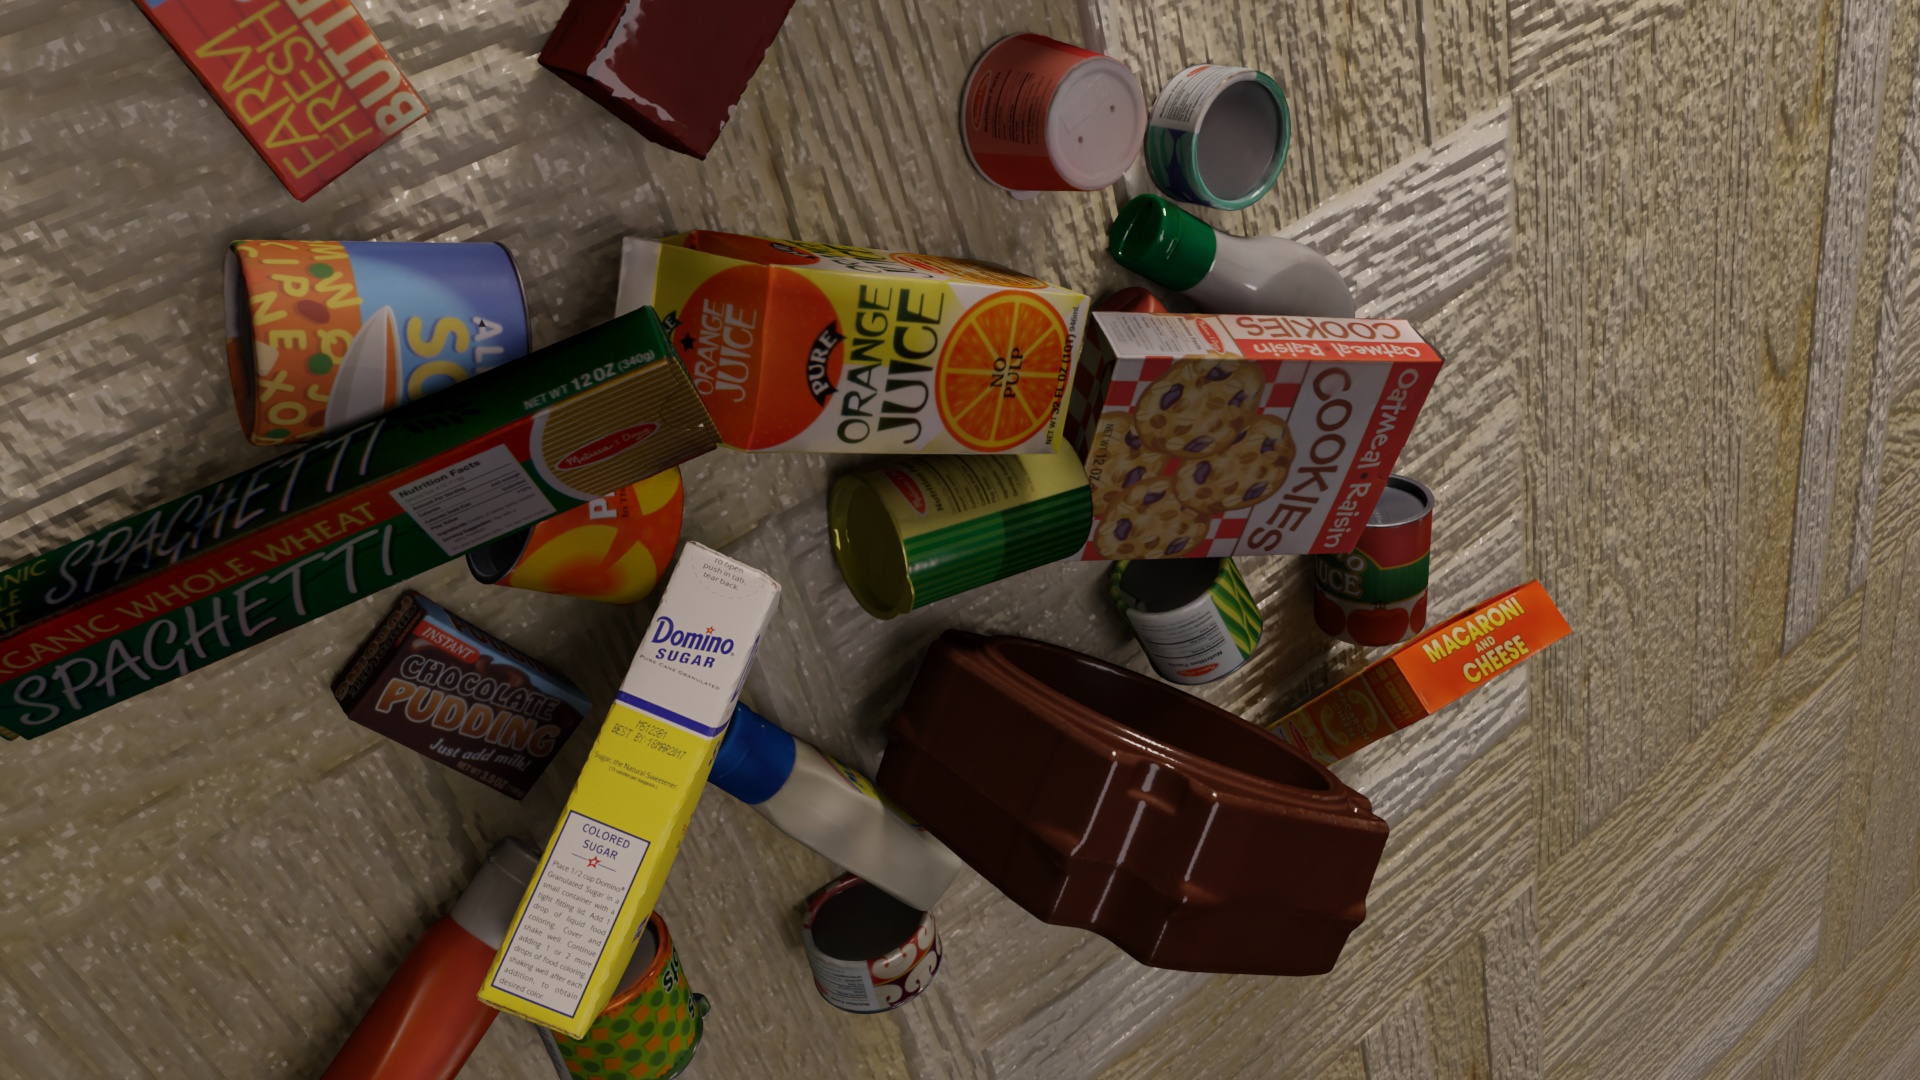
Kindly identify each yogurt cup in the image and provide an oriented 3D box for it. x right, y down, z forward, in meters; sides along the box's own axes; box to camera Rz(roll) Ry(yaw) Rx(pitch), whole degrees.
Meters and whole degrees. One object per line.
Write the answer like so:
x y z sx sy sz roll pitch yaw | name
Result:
0.042 -0.180 0.594 0.072 0.054 0.072 -15 117 -31 | yogurt cup

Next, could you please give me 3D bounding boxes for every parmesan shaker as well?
0.002 -0.008 0.629 0.103 0.071 0.071 -17 119 -30 | parmesan shaker

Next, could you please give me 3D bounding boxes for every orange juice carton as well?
-0.048 -0.079 0.559 0.193 0.073 0.071 -2 111 -35 | orange juice carton

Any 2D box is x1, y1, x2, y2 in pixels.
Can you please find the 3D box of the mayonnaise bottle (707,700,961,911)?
-0.064 0.121 0.645 0.041 0.065 0.148 -52 127 -4 | mayonnaise bottle

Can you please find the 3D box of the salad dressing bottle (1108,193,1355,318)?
0.137 -0.130 0.694 0.148 0.044 0.064 16 110 -39 | salad dressing bottle

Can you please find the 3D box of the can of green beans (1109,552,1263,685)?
0.120 0.034 0.738 0.071 0.071 0.057 -44 129 -13 | can of green beans

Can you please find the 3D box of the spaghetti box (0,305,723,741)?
-0.202 -0.005 0.447 0.250 0.029 0.050 -23 147 -4 | spaghetti box

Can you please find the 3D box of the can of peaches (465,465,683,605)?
-0.144 -0.013 0.520 0.058 0.071 0.071 14 101 -40 | can of peaches

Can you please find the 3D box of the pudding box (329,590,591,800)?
-0.193 0.061 0.542 0.050 0.030 0.083 -54 131 -6 | pudding box

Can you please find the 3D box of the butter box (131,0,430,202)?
-0.218 -0.162 0.429 0.053 0.024 0.103 -41 128 -16 | butter box

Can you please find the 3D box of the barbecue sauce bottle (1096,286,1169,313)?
0.121 -0.073 0.706 0.065 0.044 0.148 -48 130 6 | barbecue sauce bottle

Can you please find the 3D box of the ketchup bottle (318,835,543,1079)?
-0.216 0.193 0.566 0.043 0.064 0.149 38 76 -22 | ketchup bottle

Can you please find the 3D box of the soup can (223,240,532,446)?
-0.192 -0.064 0.460 0.084 0.071 0.071 -7 114 -33 | soup can

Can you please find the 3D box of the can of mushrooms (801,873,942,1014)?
-0.043 0.196 0.690 0.071 0.071 0.033 -27 123 -24 | can of mushrooms

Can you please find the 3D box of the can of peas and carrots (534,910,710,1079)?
-0.151 0.202 0.611 0.071 0.071 0.058 -26 123 -25 | can of peas and carrots

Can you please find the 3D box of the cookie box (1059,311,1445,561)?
0.132 -0.047 0.671 0.168 0.040 0.122 -1 132 -17 | cookie box

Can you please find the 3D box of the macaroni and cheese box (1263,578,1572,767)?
0.254 0.089 0.814 0.124 0.040 0.165 -22 164 -28 | macaroni and cheese box

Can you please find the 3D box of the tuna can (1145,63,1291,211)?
0.125 -0.190 0.665 0.071 0.033 0.070 -15 118 -31 | tuna can

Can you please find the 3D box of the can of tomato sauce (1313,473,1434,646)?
0.240 0.011 0.818 0.071 0.071 0.082 -23 123 -27 | can of tomato sauce
